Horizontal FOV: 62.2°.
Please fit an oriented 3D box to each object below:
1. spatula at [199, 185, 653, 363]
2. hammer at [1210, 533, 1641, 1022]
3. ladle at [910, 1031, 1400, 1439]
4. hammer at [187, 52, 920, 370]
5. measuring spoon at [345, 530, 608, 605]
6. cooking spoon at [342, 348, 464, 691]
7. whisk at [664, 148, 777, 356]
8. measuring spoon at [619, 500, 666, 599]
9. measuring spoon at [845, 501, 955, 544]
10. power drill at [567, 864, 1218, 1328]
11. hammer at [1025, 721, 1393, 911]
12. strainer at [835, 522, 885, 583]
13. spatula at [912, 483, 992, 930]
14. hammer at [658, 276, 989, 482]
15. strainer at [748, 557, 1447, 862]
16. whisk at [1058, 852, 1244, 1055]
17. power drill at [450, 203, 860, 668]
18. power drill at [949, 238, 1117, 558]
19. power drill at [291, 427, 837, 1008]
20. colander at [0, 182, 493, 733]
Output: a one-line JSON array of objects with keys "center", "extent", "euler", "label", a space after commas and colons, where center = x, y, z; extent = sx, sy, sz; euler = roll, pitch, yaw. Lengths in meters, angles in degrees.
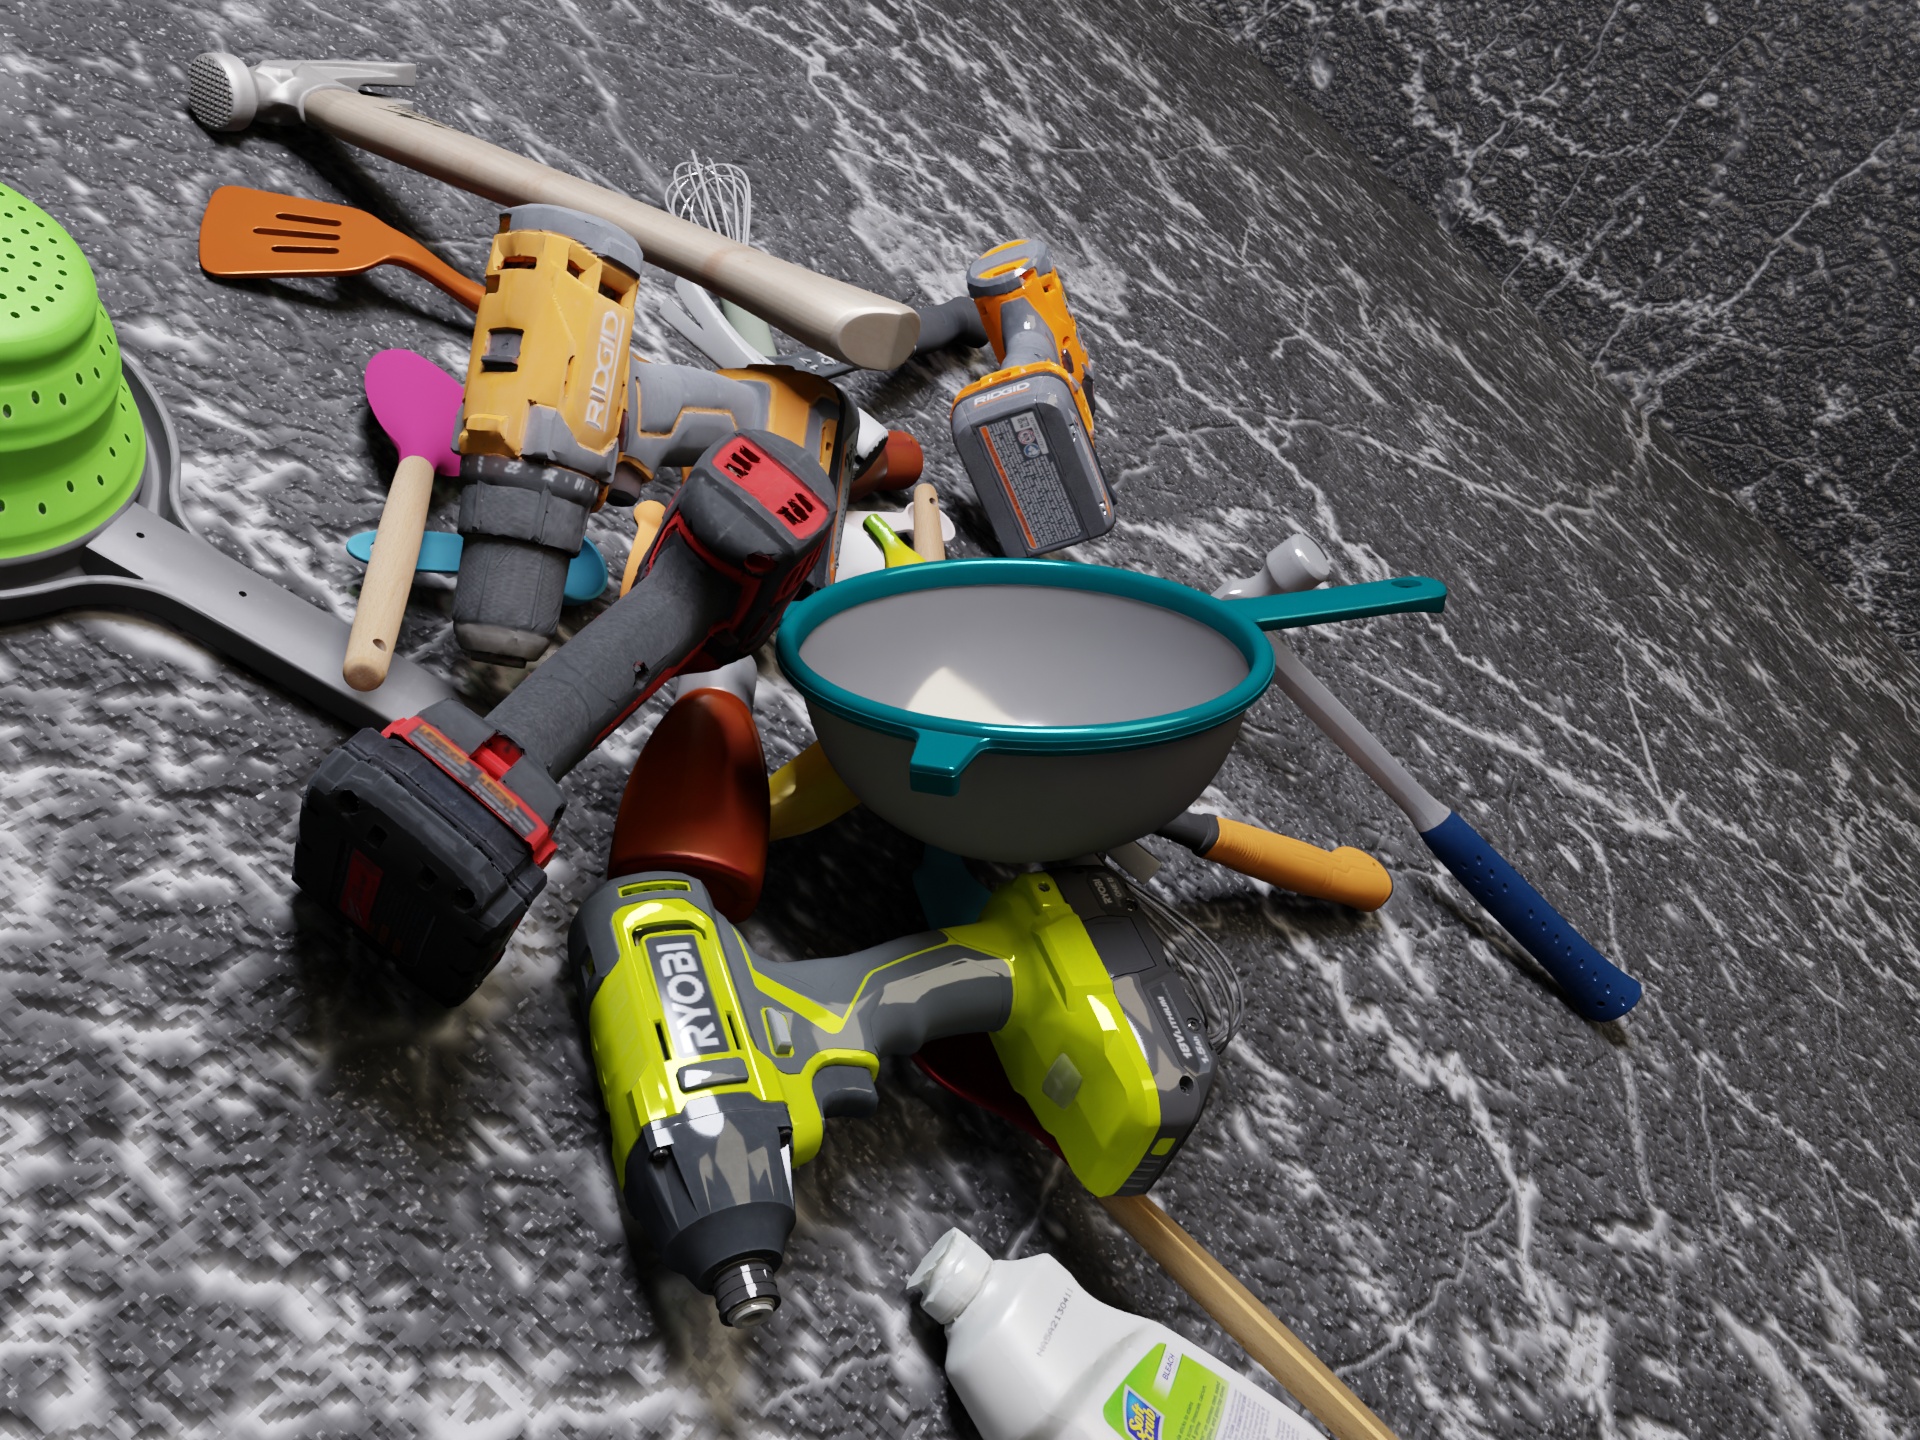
[{"center": [-0.238, -0.209, 0.865], "extent": [0.322, 0.041, 0.081], "euler": [20, 38, -35], "label": "spatula"}, {"center": [0.295, 0.060, 1.032], "extent": [0.405, 0.144, 0.035], "euler": [43, 35, -14], "label": "hammer"}, {"center": [0.080, 0.208, 0.655], "extent": [0.316, 0.031, 0.069], "euler": [41, 33, 22], "label": "ladle"}, {"center": [-0.197, -0.270, 0.824], "extent": [0.411, 0.038, 0.146], "euler": [26, 30, 18], "label": "hammer"}, {"center": [-0.220, -0.070, 0.722], "extent": [0.128, 0.021, 0.042], "euler": [-1, 62, -47], "label": "measuring spoon"}, {"center": [-0.234, -0.096, 0.678], "extent": [0.068, 0.017, 0.319], "euler": [39, 17, -29], "label": "cooking spoon"}, {"center": [-0.144, -0.279, 1.019], "extent": [0.058, 0.059, 0.247], "euler": [-17, 59, -2], "label": "whisk"}, {"center": [-0.158, -0.075, 0.800], "extent": [0.021, 0.011, 0.117], "euler": [24, 38, -25], "label": "measuring spoon"}, {"center": [-0.055, -0.113, 0.949], "extent": [0.124, 0.018, 0.034], "euler": [-8, 55, -41], "label": "measuring spoon"}, {"center": [-0.024, 0.132, 0.608], "extent": [0.223, 0.080, 0.171], "euler": [-2, 46, -27], "label": "power drill"}, {"center": [0.152, 0.072, 0.874], "extent": [0.336, 0.034, 0.127], "euler": [18, 26, -46], "label": "hammer"}, {"center": [-0.025, -0.086, 0.924], "extent": [0.258, 0.050, 0.087], "euler": [-7, 70, -52], "label": "strainer"}, {"center": [-0.001, -0.003, 0.820], "extent": [0.082, 0.044, 0.318], "euler": [22, 49, -36], "label": "spatula"}, {"center": [-0.054, -0.244, 1.026], "extent": [0.149, 0.036, 0.409], "euler": [38, 25, 1], "label": "hammer"}, {"center": [0.082, -0.006, 0.721], "extent": [0.340, 0.095, 0.211], "euler": [-9, 26, -26], "label": "strainer"}, {"center": [0.067, 0.073, 0.829], "extent": [0.055, 0.055, 0.239], "euler": [-6, 51, -48], "label": "whisk"}, {"center": [-0.139, -0.104, 0.723], "extent": [0.226, 0.084, 0.185], "euler": [17, 81, -64], "label": "power drill"}, {"center": [0.056, -0.207, 1.078], "extent": [0.227, 0.084, 0.164], "euler": [-86, 155, -50], "label": "power drill"}, {"center": [-0.139, -0.006, 0.595], "extent": [0.078, 0.143, 0.220], "euler": [41, 57, -3], "label": "power drill"}, {"center": [-0.315, -0.097, 0.593], "extent": [0.397, 0.094, 0.205], "euler": [32, 35, -14], "label": "colander"}]
